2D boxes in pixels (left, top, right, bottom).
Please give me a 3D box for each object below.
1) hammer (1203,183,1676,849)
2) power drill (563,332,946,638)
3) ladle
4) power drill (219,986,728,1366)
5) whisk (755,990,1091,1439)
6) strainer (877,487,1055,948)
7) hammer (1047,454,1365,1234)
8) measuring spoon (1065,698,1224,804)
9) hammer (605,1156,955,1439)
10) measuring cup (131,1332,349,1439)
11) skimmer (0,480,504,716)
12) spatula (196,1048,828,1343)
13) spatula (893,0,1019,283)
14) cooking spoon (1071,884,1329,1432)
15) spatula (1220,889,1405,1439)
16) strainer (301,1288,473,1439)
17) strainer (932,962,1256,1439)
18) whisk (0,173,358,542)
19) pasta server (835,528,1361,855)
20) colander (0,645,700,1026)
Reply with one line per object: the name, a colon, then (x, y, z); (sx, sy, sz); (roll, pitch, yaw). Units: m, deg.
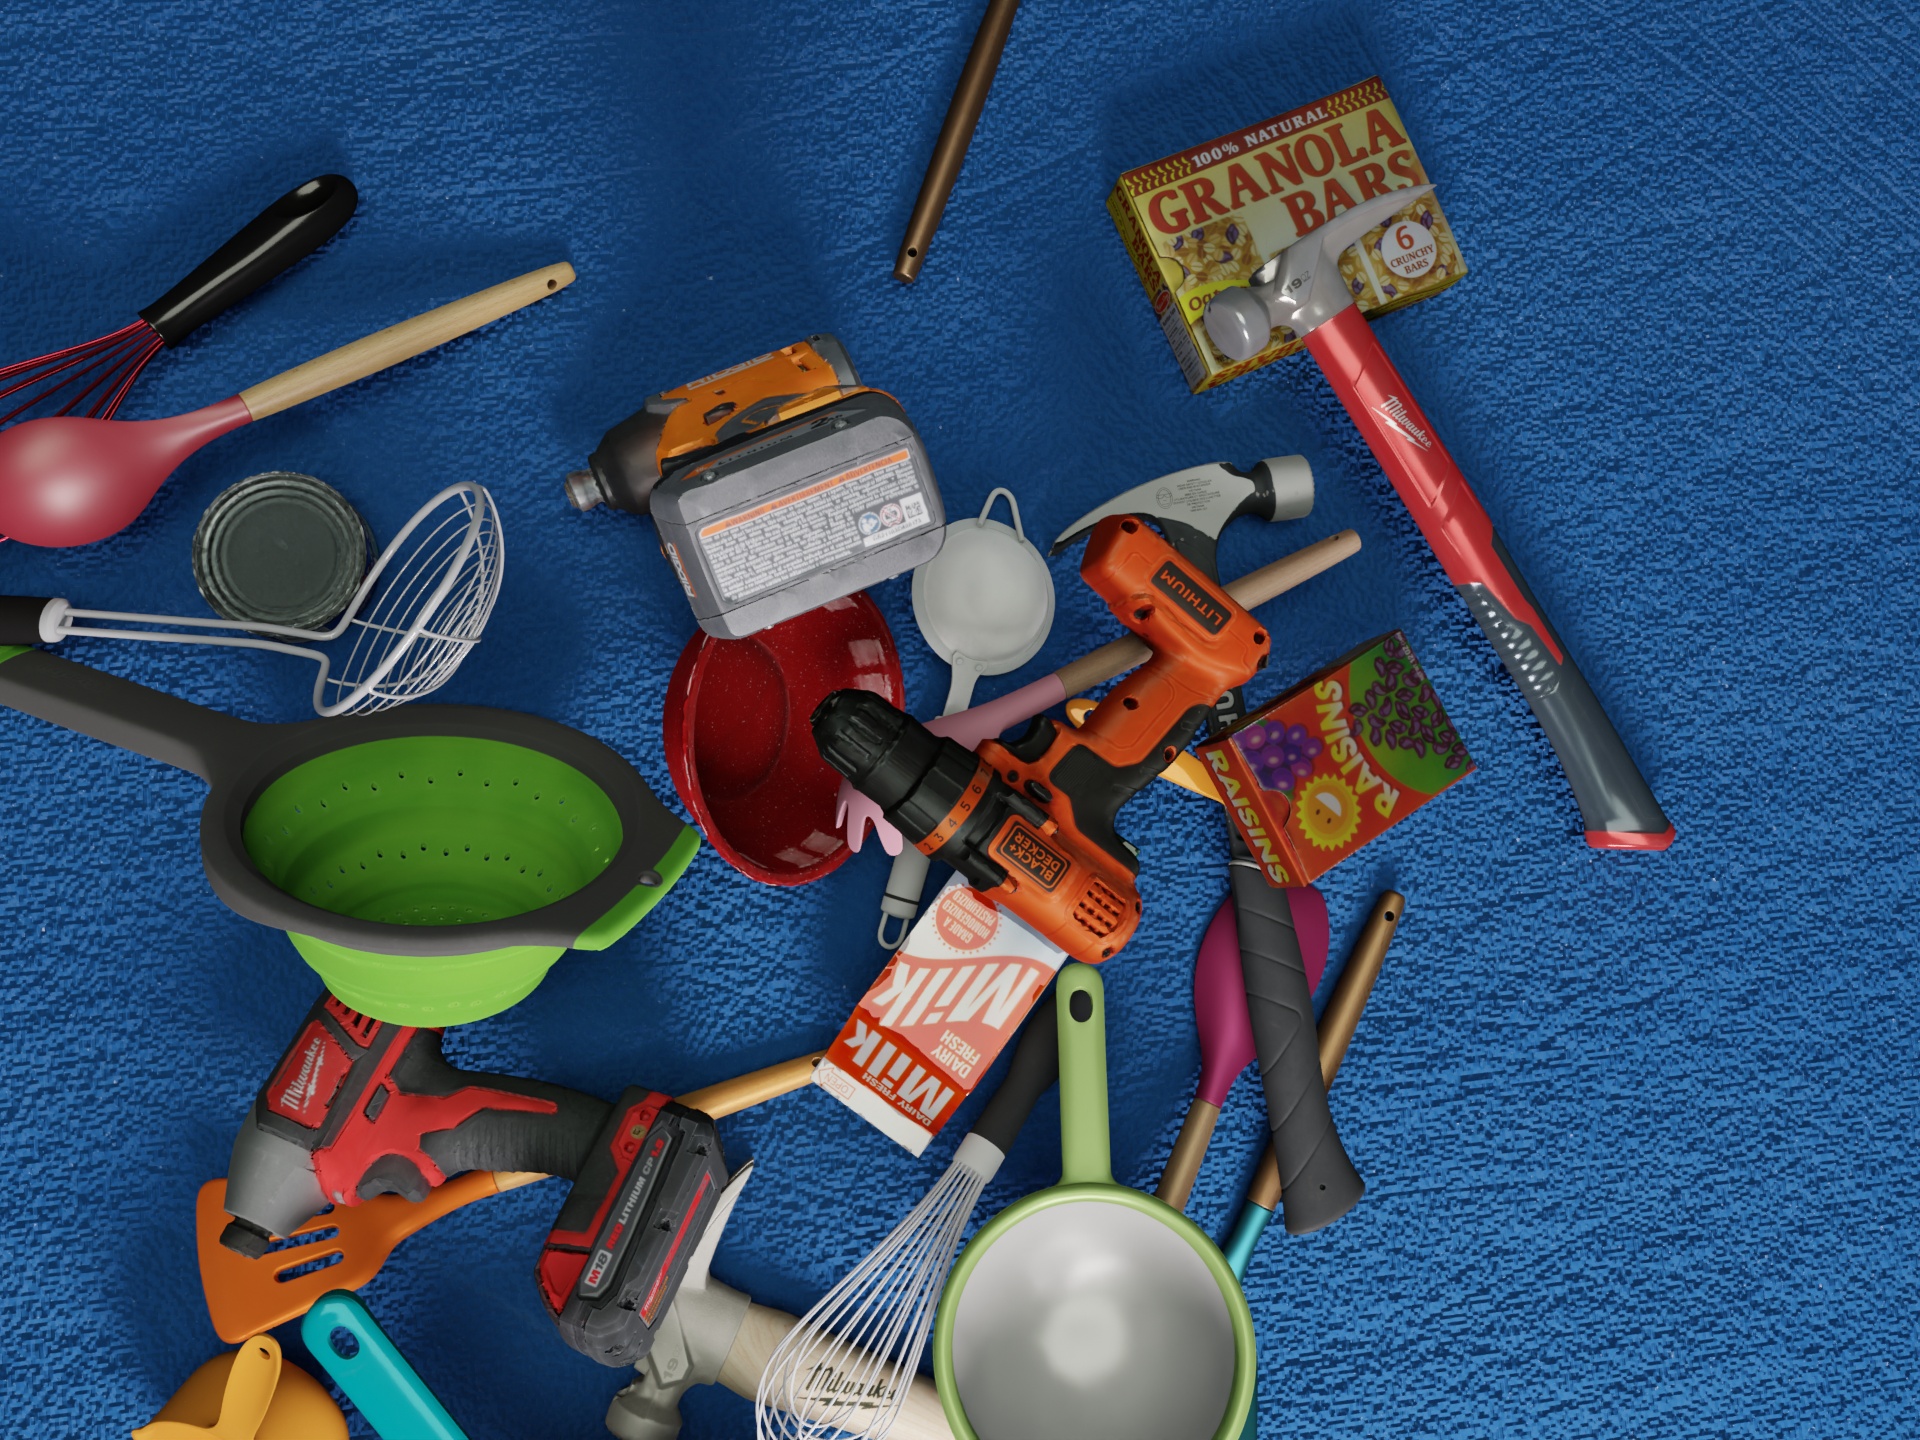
hammer: (0.291, -0.099, 0.868); (0.143, 0.038, 0.386); (-35, 96, -11)
power drill: (-0.107, -0.117, 0.765); (0.164, 0.227, 0.084); (-23, 117, -7)
ladle: (-0.339, -0.169, 0.810); (0.315, 0.069, 0.031); (-30, 46, -20)
power drill: (-0.234, 0.215, 0.755); (0.220, 0.078, 0.143); (19, 60, 10)
whisk: (-0.008, 0.247, 0.795); (0.070, 0.070, 0.285); (37, 65, -2)
strainer: (-0.001, -0.003, 0.848); (0.086, 0.050, 0.258); (17, 86, -23)
hammer: (0.149, 0.062, 0.846); (0.149, 0.036, 0.409); (-8, 81, -5)
measuring spoon: (0.107, 0.019, 0.828); (0.117, 0.011, 0.021); (29, 81, 2)
hammer: (0.036, 0.369, 0.821); (0.410, 0.038, 0.146); (24, 81, -4)
measuring cup: (-0.320, 0.313, 0.736); (0.095, 0.052, 0.173); (30, 123, 2)
skimmer: (-0.388, -0.064, 0.755); (0.363, 0.090, 0.127); (4, 54, 8)
spatula: (-0.213, 0.222, 0.805); (0.322, 0.041, 0.081); (-18, 63, -9)
spatula: (0.017, -0.392, 0.899); (0.059, 0.018, 0.316); (19, 82, -3)
cooking spoon: (0.121, 0.226, 0.837); (0.068, 0.017, 0.319); (26, 75, -3)
spatula: (0.174, 0.236, 0.844); (0.082, 0.044, 0.317); (26, 82, -1)
strainer: (-0.191, 0.396, 0.758); (0.211, 0.095, 0.340); (-38, 93, -8)
strainer: (0.062, 0.252, 0.786); (0.151, 0.069, 0.256); (-1, 71, 1)
whisk: (-0.428, -0.187, 0.814); (0.296, 0.073, 0.073); (-44, 91, -14)
pasta server: (0.075, -0.024, 0.819); (0.316, 0.060, 0.040); (-27, 131, -14)
colander: (-0.328, 0.056, 0.782); (0.397, 0.204, 0.094); (17, 119, 11)
